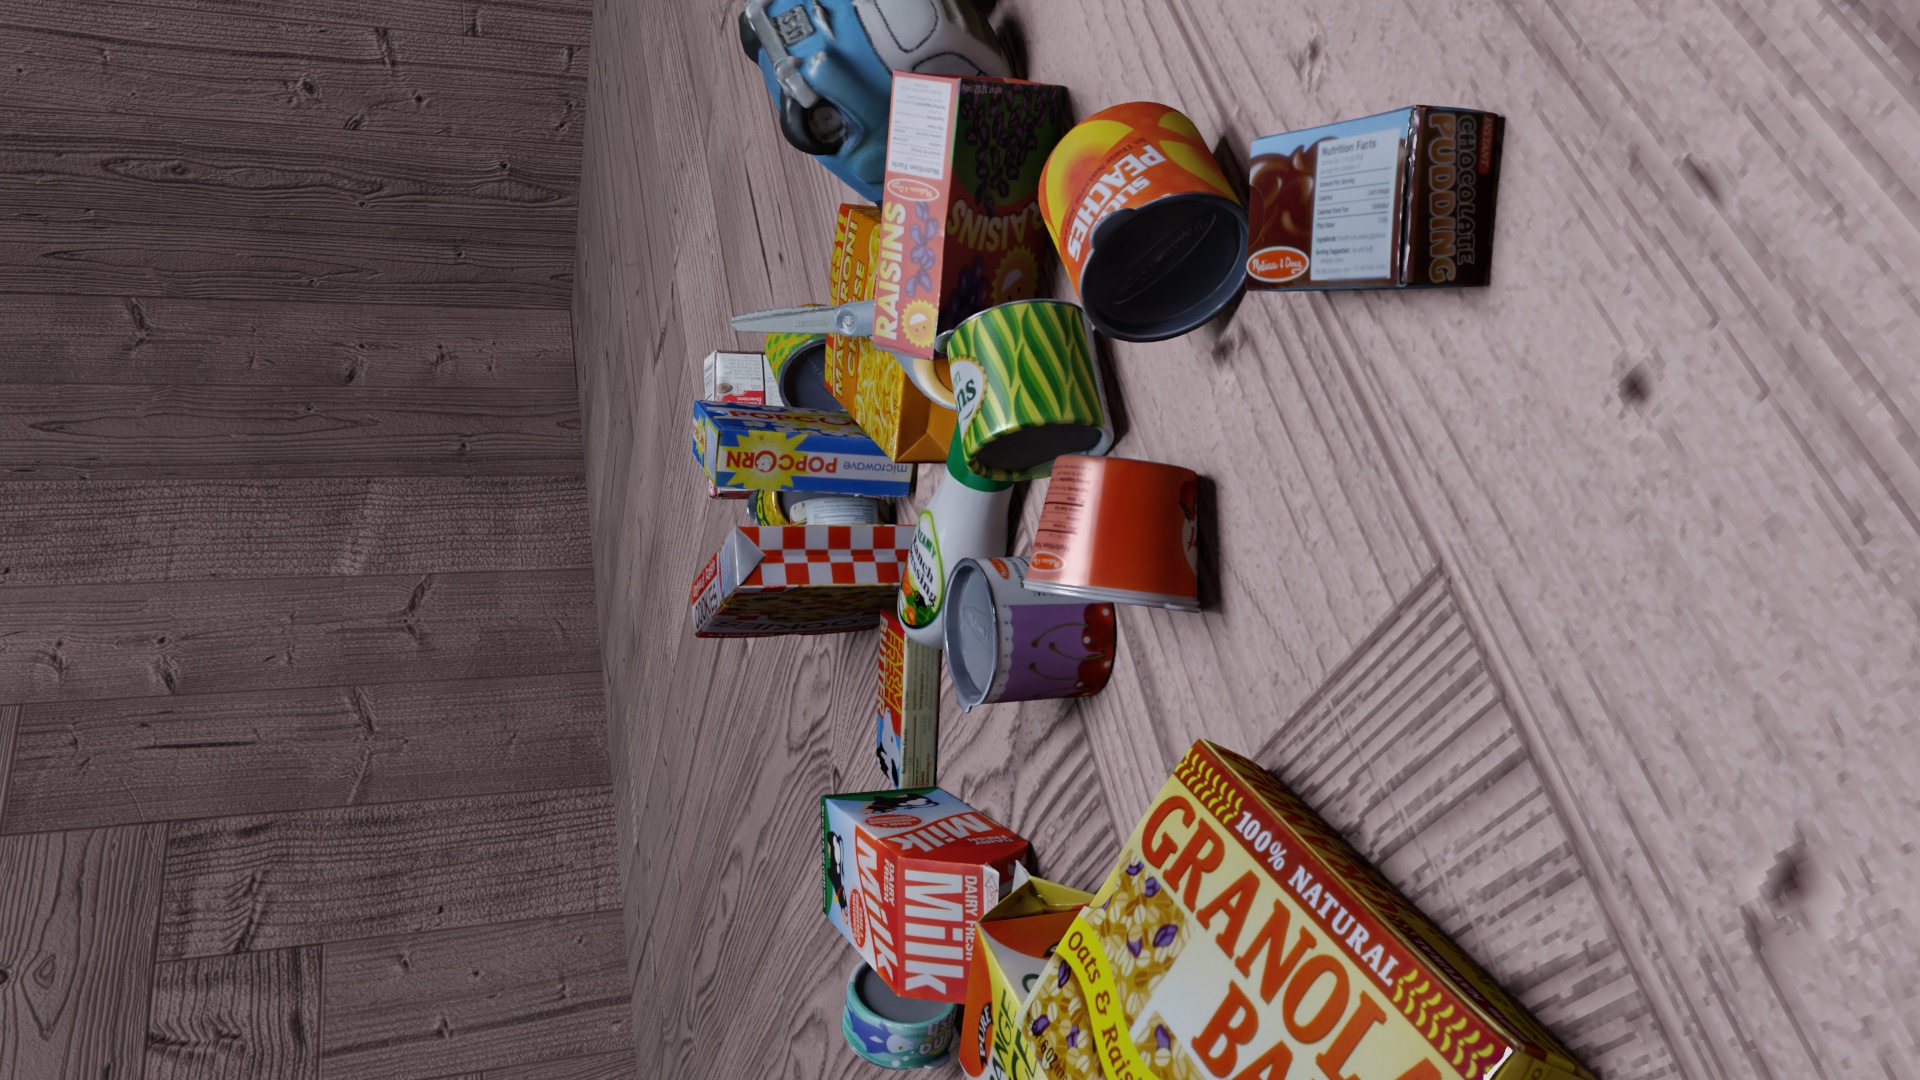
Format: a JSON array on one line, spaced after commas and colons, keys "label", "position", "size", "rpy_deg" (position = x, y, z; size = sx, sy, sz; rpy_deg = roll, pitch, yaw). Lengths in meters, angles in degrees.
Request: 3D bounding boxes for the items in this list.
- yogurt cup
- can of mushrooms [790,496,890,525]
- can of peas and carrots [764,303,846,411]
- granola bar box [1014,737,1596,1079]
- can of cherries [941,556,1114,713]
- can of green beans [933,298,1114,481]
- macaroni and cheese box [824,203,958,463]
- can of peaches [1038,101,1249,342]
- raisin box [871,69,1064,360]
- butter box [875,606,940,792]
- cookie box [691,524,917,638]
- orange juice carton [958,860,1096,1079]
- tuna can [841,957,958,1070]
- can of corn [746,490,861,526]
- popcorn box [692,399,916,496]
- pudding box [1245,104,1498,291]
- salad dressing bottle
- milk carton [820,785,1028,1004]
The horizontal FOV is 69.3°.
[{"label": "yogurt cup", "position": [0.061, -0.003, 0.534], "size": [0.072, 0.072, 0.054], "rpy_deg": [-175, 92, -70]}, {"label": "can of mushrooms", "position": [-0.079, -0.007, 0.912], "size": [0.071, 0.071, 0.033], "rpy_deg": [152, 116, -68]}, {"label": "can of peas and carrots", "position": [-0.096, -0.124, 0.956], "size": [0.059, 0.071, 0.070], "rpy_deg": [-118, 33, -52]}, {"label": "granola bar box", "position": [0.090, 0.153, 0.423], "size": [0.124, 0.039, 0.166], "rpy_deg": [-58, 27, 7]}, {"label": "can of cherries", "position": [0.030, 0.042, 0.628], "size": [0.071, 0.058, 0.071], "rpy_deg": [179, 89, -69]}, {"label": "can of green beans", "position": [0.030, -0.064, 0.608], "size": [0.071, 0.071, 0.058], "rpy_deg": [131, 134, -62]}, {"label": "macaroni and cheese box", "position": [-0.041, -0.130, 0.838], "size": [0.167, 0.040, 0.123], "rpy_deg": [-133, 47, -61]}, {"label": "can of peaches", "position": [0.065, -0.116, 0.501], "size": [0.070, 0.071, 0.058], "rpy_deg": [110, 152, -45]}, {"label": "raisin box", "position": [0.003, -0.150, 0.641], "size": [0.040, 0.086, 0.123], "rpy_deg": [18, 113, 32]}, {"label": "butter box", "position": [-0.033, 0.097, 0.852], "size": [0.053, 0.024, 0.103], "rpy_deg": [-150, 60, -66]}, {"label": "cookie box", "position": [-0.096, 0.028, 0.876], "size": [0.167, 0.123, 0.040], "rpy_deg": [145, 122, -66]}, {"label": "orange juice carton", "position": [0.052, 0.209, 0.553], "size": [0.193, 0.073, 0.071], "rpy_deg": [-133, 45, -62]}, {"label": "tuna can", "position": [-0.033, 0.272, 0.806], "size": [0.071, 0.071, 0.032], "rpy_deg": [-126, 41, -57]}, {"label": "can of corn", "position": [-0.112, -0.027, 0.995], "size": [0.058, 0.071, 0.071], "rpy_deg": [156, 111, -68]}, {"label": "popcorn box", "position": [-0.099, -0.058, 0.876], "size": [0.085, 0.127, 0.038], "rpy_deg": [-138, 54, -63]}, {"label": "pudding box", "position": [0.119, -0.099, 0.413], "size": [0.084, 0.030, 0.049], "rpy_deg": [-156, 65, -68]}, {"label": "salad dressing bottle", "position": [0.003, -0.009, 0.719], "size": [0.064, 0.044, 0.146], "rpy_deg": [-113, 30, -43]}, {"label": "milk carton", "position": [-0.016, 0.186, 0.740], "size": [0.190, 0.073, 0.072], "rpy_deg": [-173, 82, -70]}]
